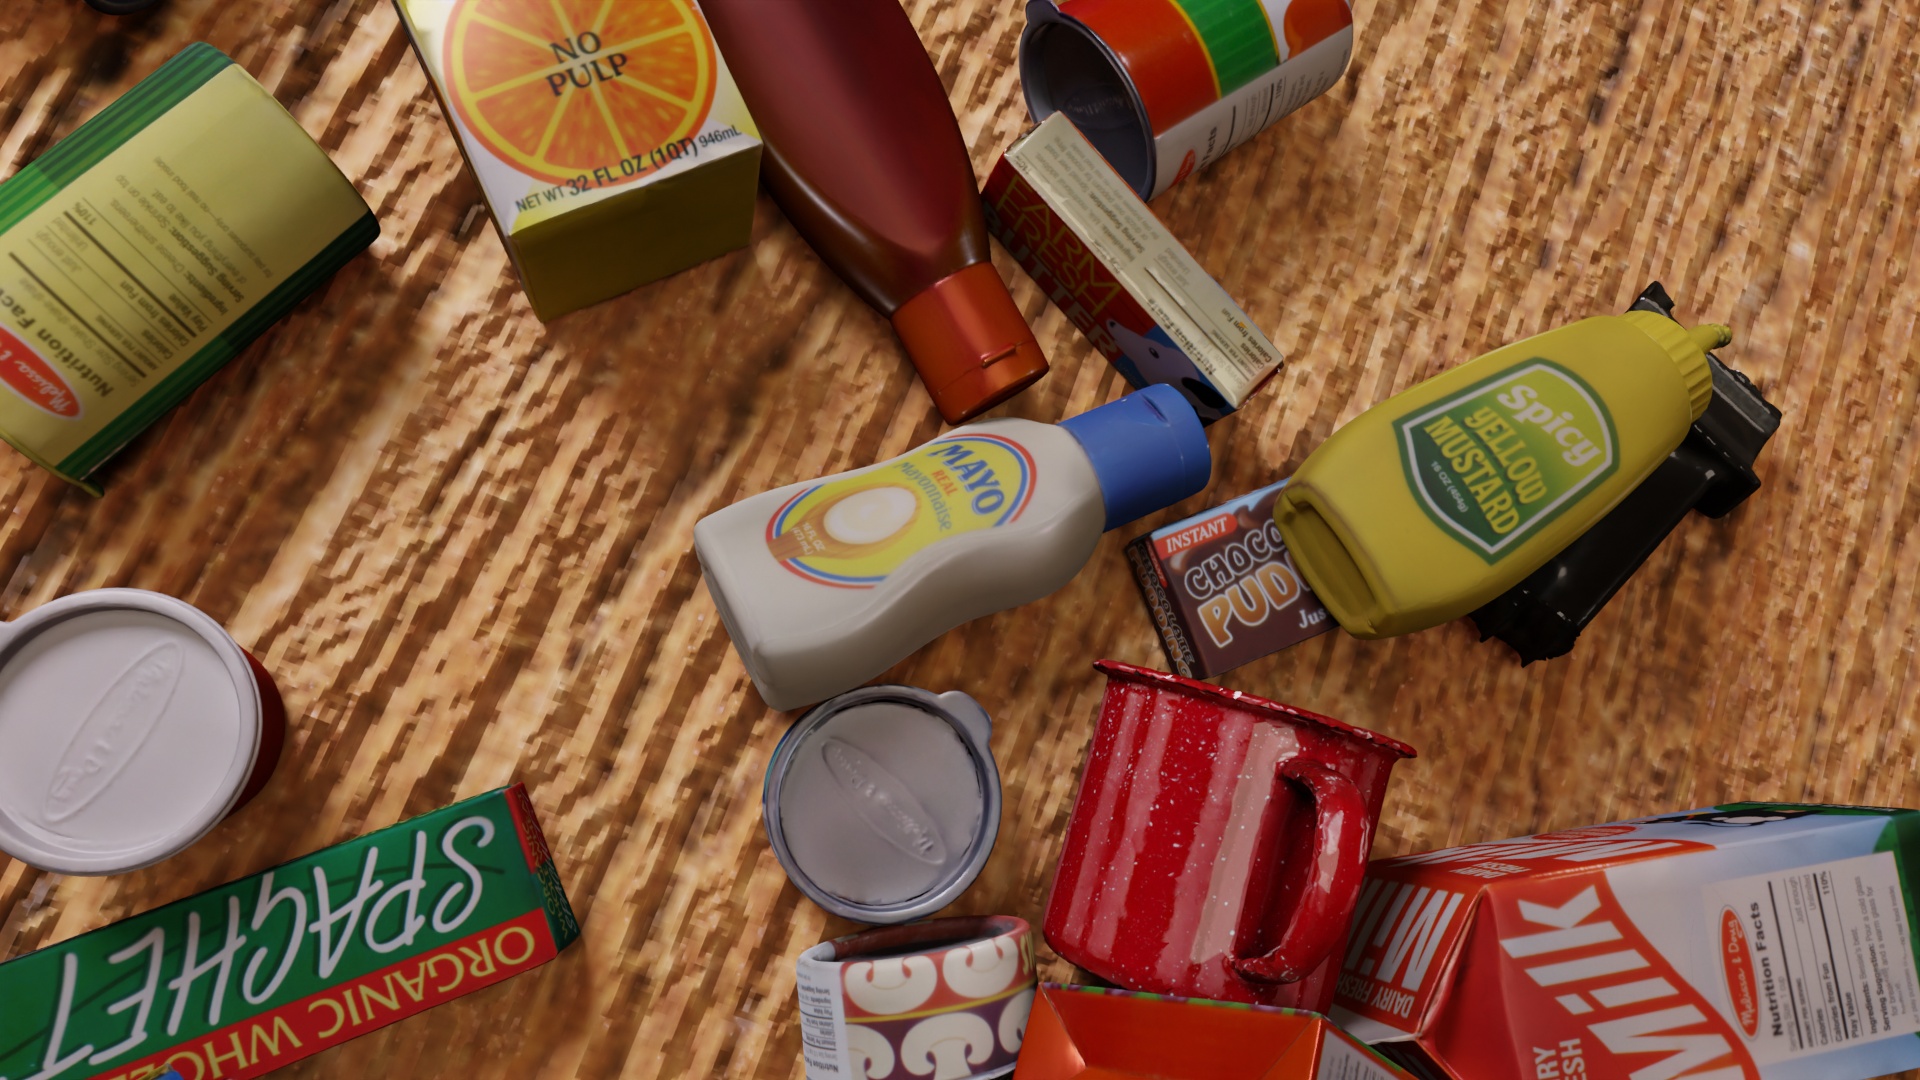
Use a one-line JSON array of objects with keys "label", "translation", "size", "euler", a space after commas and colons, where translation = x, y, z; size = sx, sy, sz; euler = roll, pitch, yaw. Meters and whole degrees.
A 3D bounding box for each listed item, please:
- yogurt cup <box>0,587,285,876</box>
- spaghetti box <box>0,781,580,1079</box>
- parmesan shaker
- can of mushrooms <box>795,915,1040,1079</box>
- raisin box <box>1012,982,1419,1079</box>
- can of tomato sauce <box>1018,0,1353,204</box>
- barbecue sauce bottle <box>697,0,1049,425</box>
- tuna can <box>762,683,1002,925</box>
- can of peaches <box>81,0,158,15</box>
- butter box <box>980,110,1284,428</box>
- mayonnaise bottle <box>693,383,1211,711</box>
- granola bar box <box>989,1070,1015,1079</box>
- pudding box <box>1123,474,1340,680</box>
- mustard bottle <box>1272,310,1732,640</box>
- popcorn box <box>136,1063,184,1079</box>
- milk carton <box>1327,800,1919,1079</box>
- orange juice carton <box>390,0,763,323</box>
[{"label": "yogurt cup", "translation": [-0.208, 0.048, 0.353], "size": [0.072, 0.054, 0.072], "euler": [2, 81, -12]}, {"label": "spaghetti box", "translation": [-0.227, 0.127, 0.350], "size": [0.251, 0.028, 0.050], "euler": [-19, 87, -14]}, {"label": "parmesan shaker", "translation": [-0.214, -0.071, 0.366], "size": [0.071, 0.071, 0.103], "euler": [44, 75, -3]}, {"label": "can of mushrooms", "translation": [-0.009, 0.124, 0.377], "size": [0.071, 0.071, 0.033], "euler": [-6, 82, -13]}, {"label": "raisin box", "translation": [0.083, 0.155, 0.354], "size": [0.123, 0.086, 0.040], "euler": [40, 55, -32]}, {"label": "can of tomato sauce", "translation": [0.070, -0.154, 0.438], "size": [0.083, 0.071, 0.071], "euler": [-34, 90, -15]}, {"label": "barbecue sauce bottle", "translation": [-0.024, -0.107, 0.423], "size": [0.065, 0.043, 0.148], "euler": [-29, 89, -15]}, {"label": "tuna can", "translation": [-0.022, 0.073, 0.400], "size": [0.071, 0.032, 0.071], "euler": [2, 81, -12]}, {"label": "can of peaches", "translation": [-0.246, -0.188, 0.378], "size": [0.058, 0.071, 0.071], "euler": [26, 77, -7]}, {"label": "butter box", "translation": [0.050, -0.080, 0.429], "size": [0.024, 0.053, 0.103], "euler": [-43, 91, -12]}, {"label": "mayonnaise bottle", "translation": [0.001, -0.005, 0.405], "size": [0.148, 0.041, 0.065], "euler": [-23, 48, -16]}, {"label": "granola bar box", "translation": [0.018, 0.241, 0.378], "size": [0.124, 0.039, 0.165], "euler": [-35, 89, -15]}, {"label": "pudding box", "translation": [0.100, 0.008, 0.437], "size": [0.084, 0.030, 0.049], "euler": [-20, 85, -14]}, {"label": "mustard bottle", "translation": [0.172, -0.031, 0.415], "size": [0.160, 0.048, 0.065], "euler": [-30, 80, -13]}, {"label": "popcorn box", "translation": [-0.173, 0.196, 0.310], "size": [0.127, 0.038, 0.085], "euler": [45, 114, 12]}, {"label": "milk carton", "translation": [0.190, 0.127, 0.417], "size": [0.191, 0.072, 0.073], "euler": [-5, 83, -14]}, {"label": "orange juice carton", "translation": [-0.129, -0.169, 0.394], "size": [0.072, 0.073, 0.192], "euler": [-24, 86, -14]}]
